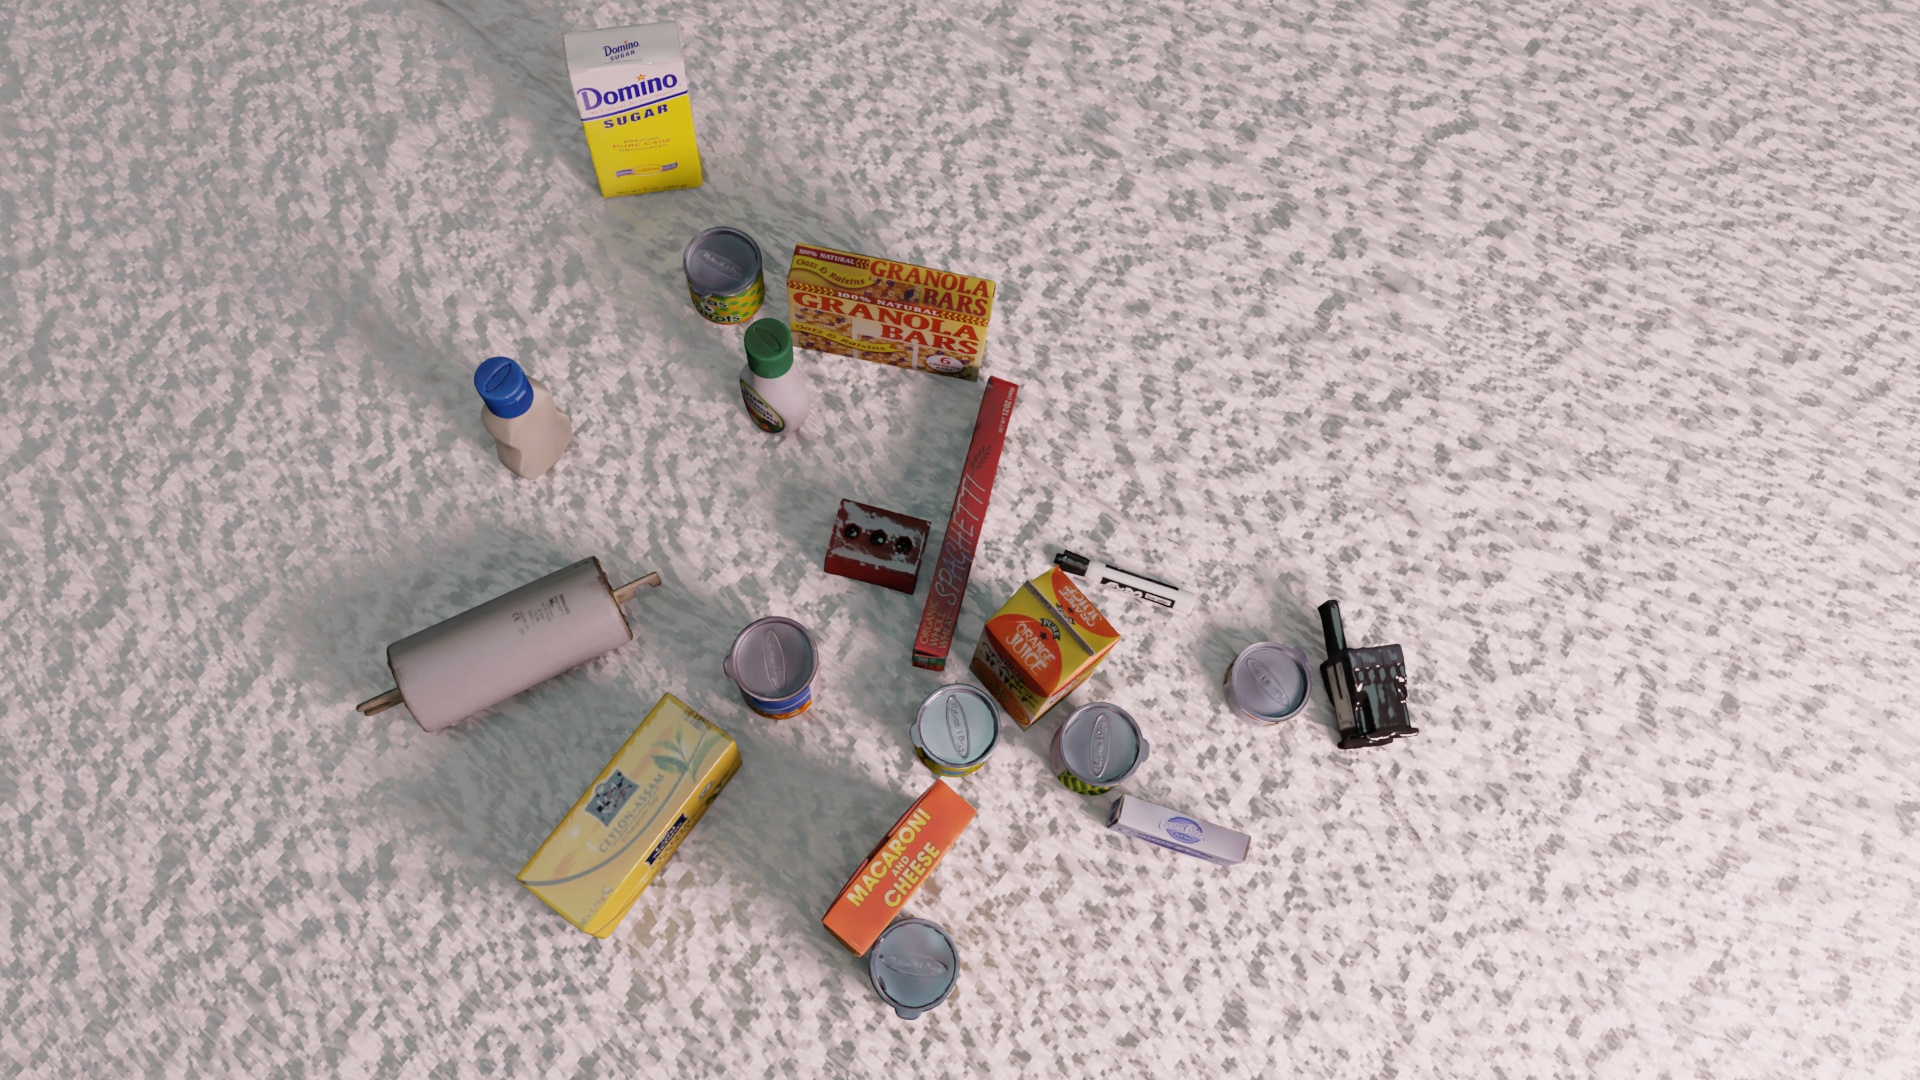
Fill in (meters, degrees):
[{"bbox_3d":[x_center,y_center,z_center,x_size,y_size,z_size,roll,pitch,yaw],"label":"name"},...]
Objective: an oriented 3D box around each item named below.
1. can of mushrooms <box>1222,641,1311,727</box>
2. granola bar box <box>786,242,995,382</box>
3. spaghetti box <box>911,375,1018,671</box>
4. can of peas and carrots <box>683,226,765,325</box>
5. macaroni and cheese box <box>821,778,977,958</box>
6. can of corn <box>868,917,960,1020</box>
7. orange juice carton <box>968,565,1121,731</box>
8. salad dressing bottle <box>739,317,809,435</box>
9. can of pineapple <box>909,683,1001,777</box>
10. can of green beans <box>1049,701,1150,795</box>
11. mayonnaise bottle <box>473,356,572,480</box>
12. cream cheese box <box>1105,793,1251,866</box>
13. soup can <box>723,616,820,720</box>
[{"bbox_3d":[0.252,0.117,1.135,0.071,0.033,0.071,1,72,-4],"label":"can of mushrooms"},{"bbox_3d":[-0.059,-0.190,1.163,0.166,0.124,0.039,11,72,-1],"label":"granola bar box"},{"bbox_3d":[0.004,-0.014,1.150,0.029,0.050,0.251,15,71,0],"label":"spaghetti box"},{"bbox_3d":[-0.204,-0.225,1.197,0.071,0.058,0.071,1,72,-4],"label":"can of peas and carrots"},{"bbox_3d":[-0.047,0.239,1.001,0.040,0.166,0.124,39,73,8],"label":"macaroni and cheese box"},{"bbox_3d":[-0.036,0.318,1.033,0.071,0.058,0.071,1,72,-4],"label":"can of corn"},{"bbox_3d":[0.063,0.080,1.048,0.073,0.192,0.072,-38,79,-15],"label":"orange juice carton"},{"bbox_3d":[-0.152,-0.132,1.124,0.064,0.147,0.044,44,74,9],"label":"salad dressing bottle"},{"bbox_3d":[-0.005,0.150,1.091,0.071,0.057,0.071,1,72,-4],"label":"can of pineapple"},{"bbox_3d":[0.106,0.165,1.095,0.071,0.057,0.071,1,72,-4],"label":"can of green beans"},{"bbox_3d":[-0.348,-0.099,1.097,0.041,0.147,0.065,33,73,6],"label":"mayonnaise bottle"},{"bbox_3d":[0.168,0.227,1.082,0.104,0.053,0.024,18,72,1],"label":"cream cheese box"},{"bbox_3d":[-0.145,0.101,1.082,0.071,0.083,0.071,1,72,-4],"label":"soup can"}]
